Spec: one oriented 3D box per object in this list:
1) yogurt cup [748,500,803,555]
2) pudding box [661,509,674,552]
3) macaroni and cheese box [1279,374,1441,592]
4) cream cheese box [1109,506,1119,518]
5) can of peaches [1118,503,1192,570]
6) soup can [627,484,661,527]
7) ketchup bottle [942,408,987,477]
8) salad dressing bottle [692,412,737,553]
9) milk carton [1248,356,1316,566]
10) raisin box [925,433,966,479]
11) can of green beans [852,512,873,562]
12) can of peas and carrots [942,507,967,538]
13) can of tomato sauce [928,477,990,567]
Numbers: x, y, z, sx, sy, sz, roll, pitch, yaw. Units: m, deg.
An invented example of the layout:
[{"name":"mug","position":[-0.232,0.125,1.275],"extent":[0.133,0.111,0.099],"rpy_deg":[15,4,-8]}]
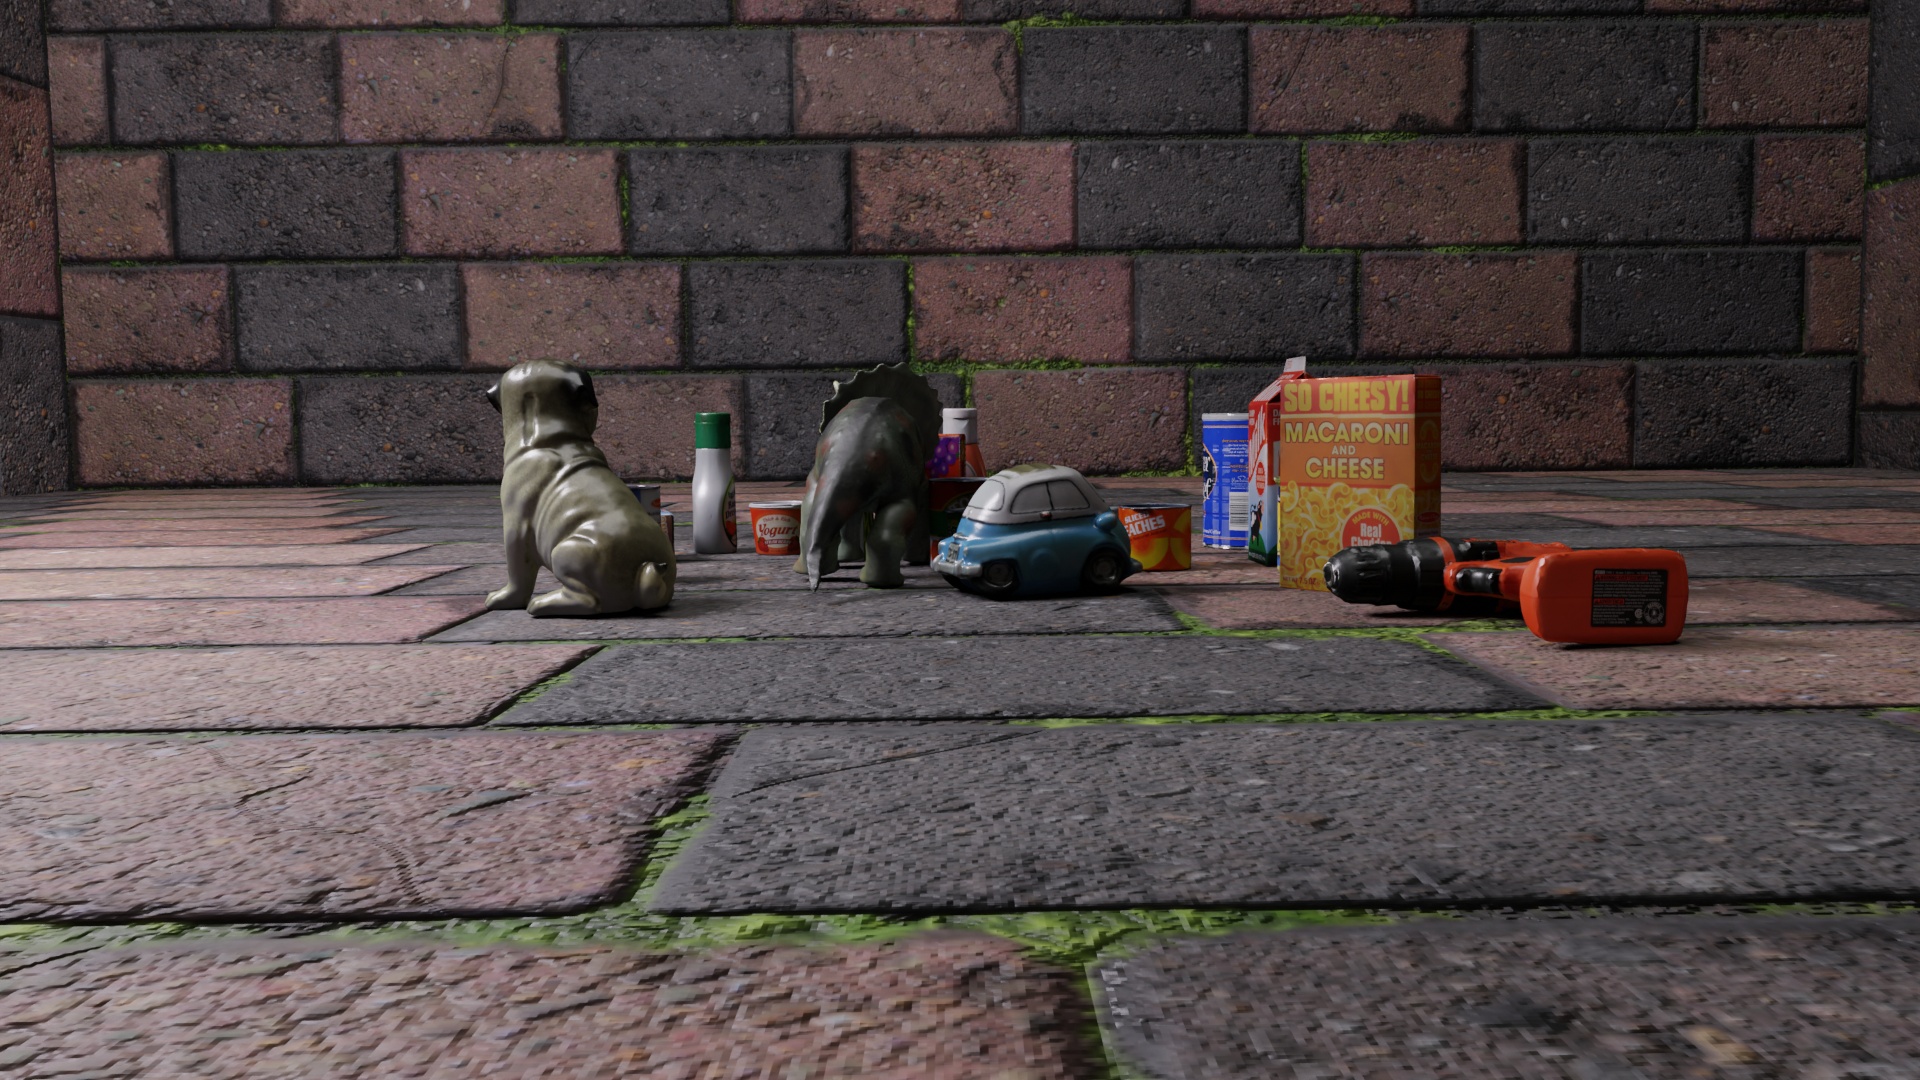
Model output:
[{"name":"yogurt cup","position":[-0.186,-0.013,1.447],"extent":[0.072,0.054,0.072],"rpy_deg":[-1,5,0]},{"name":"pudding box","position":[-0.304,-0.005,1.391],"extent":[0.030,0.049,0.084],"rpy_deg":[-2,5,-15]},{"name":"macaroni and cheese box","position":[0.307,-0.043,1.074],"extent":[0.040,0.166,0.123],"rpy_deg":[-4,6,-40]},{"name":"cream cheese box","position":[0.107,-0.002,1.284],"extent":[0.104,0.053,0.024],"rpy_deg":[-5,6,-42]},{"name":"can of peaches","position":[0.175,-0.003,1.260],"extent":[0.071,0.058,0.071],"rpy_deg":[-1,5,0]},{"name":"soup can","position":[-0.295,-0.005,1.201],"extent":[0.071,0.083,0.071],"rpy_deg":[-1,5,0]},{"name":"ketchup bottle","position":[0.000,-0.066,1.477],"extent":[0.065,0.148,0.043],"rpy_deg":[-1,4,-3]},{"name":"salad dressing bottle","position":[-0.259,-0.061,1.460],"extent":[0.044,0.147,0.064],"rpy_deg":[0,5,5]},{"name":"milk carton","position":[0.310,-0.074,1.288],"extent":[0.073,0.190,0.072],"rpy_deg":[-1,4,-2]},{"name":"raisin box","position":[-0.038,-0.047,1.415],"extent":[0.086,0.123,0.040],"rpy_deg":[0,5,10]},{"name":"can of green beans","position":[-0.118,-0.010,1.373],"extent":[0.071,0.057,0.071],"rpy_deg":[-1,5,0]},{"name":"can of peas and carrots","position":[0.019,0.001,1.224],"extent":[0.071,0.058,0.071],"rpy_deg":[-1,5,0]},{"name":"can of tomato sauce","position":[0.005,-0.016,1.286],"extent":[0.071,0.083,0.071],"rpy_deg":[-1,5,0]}]
